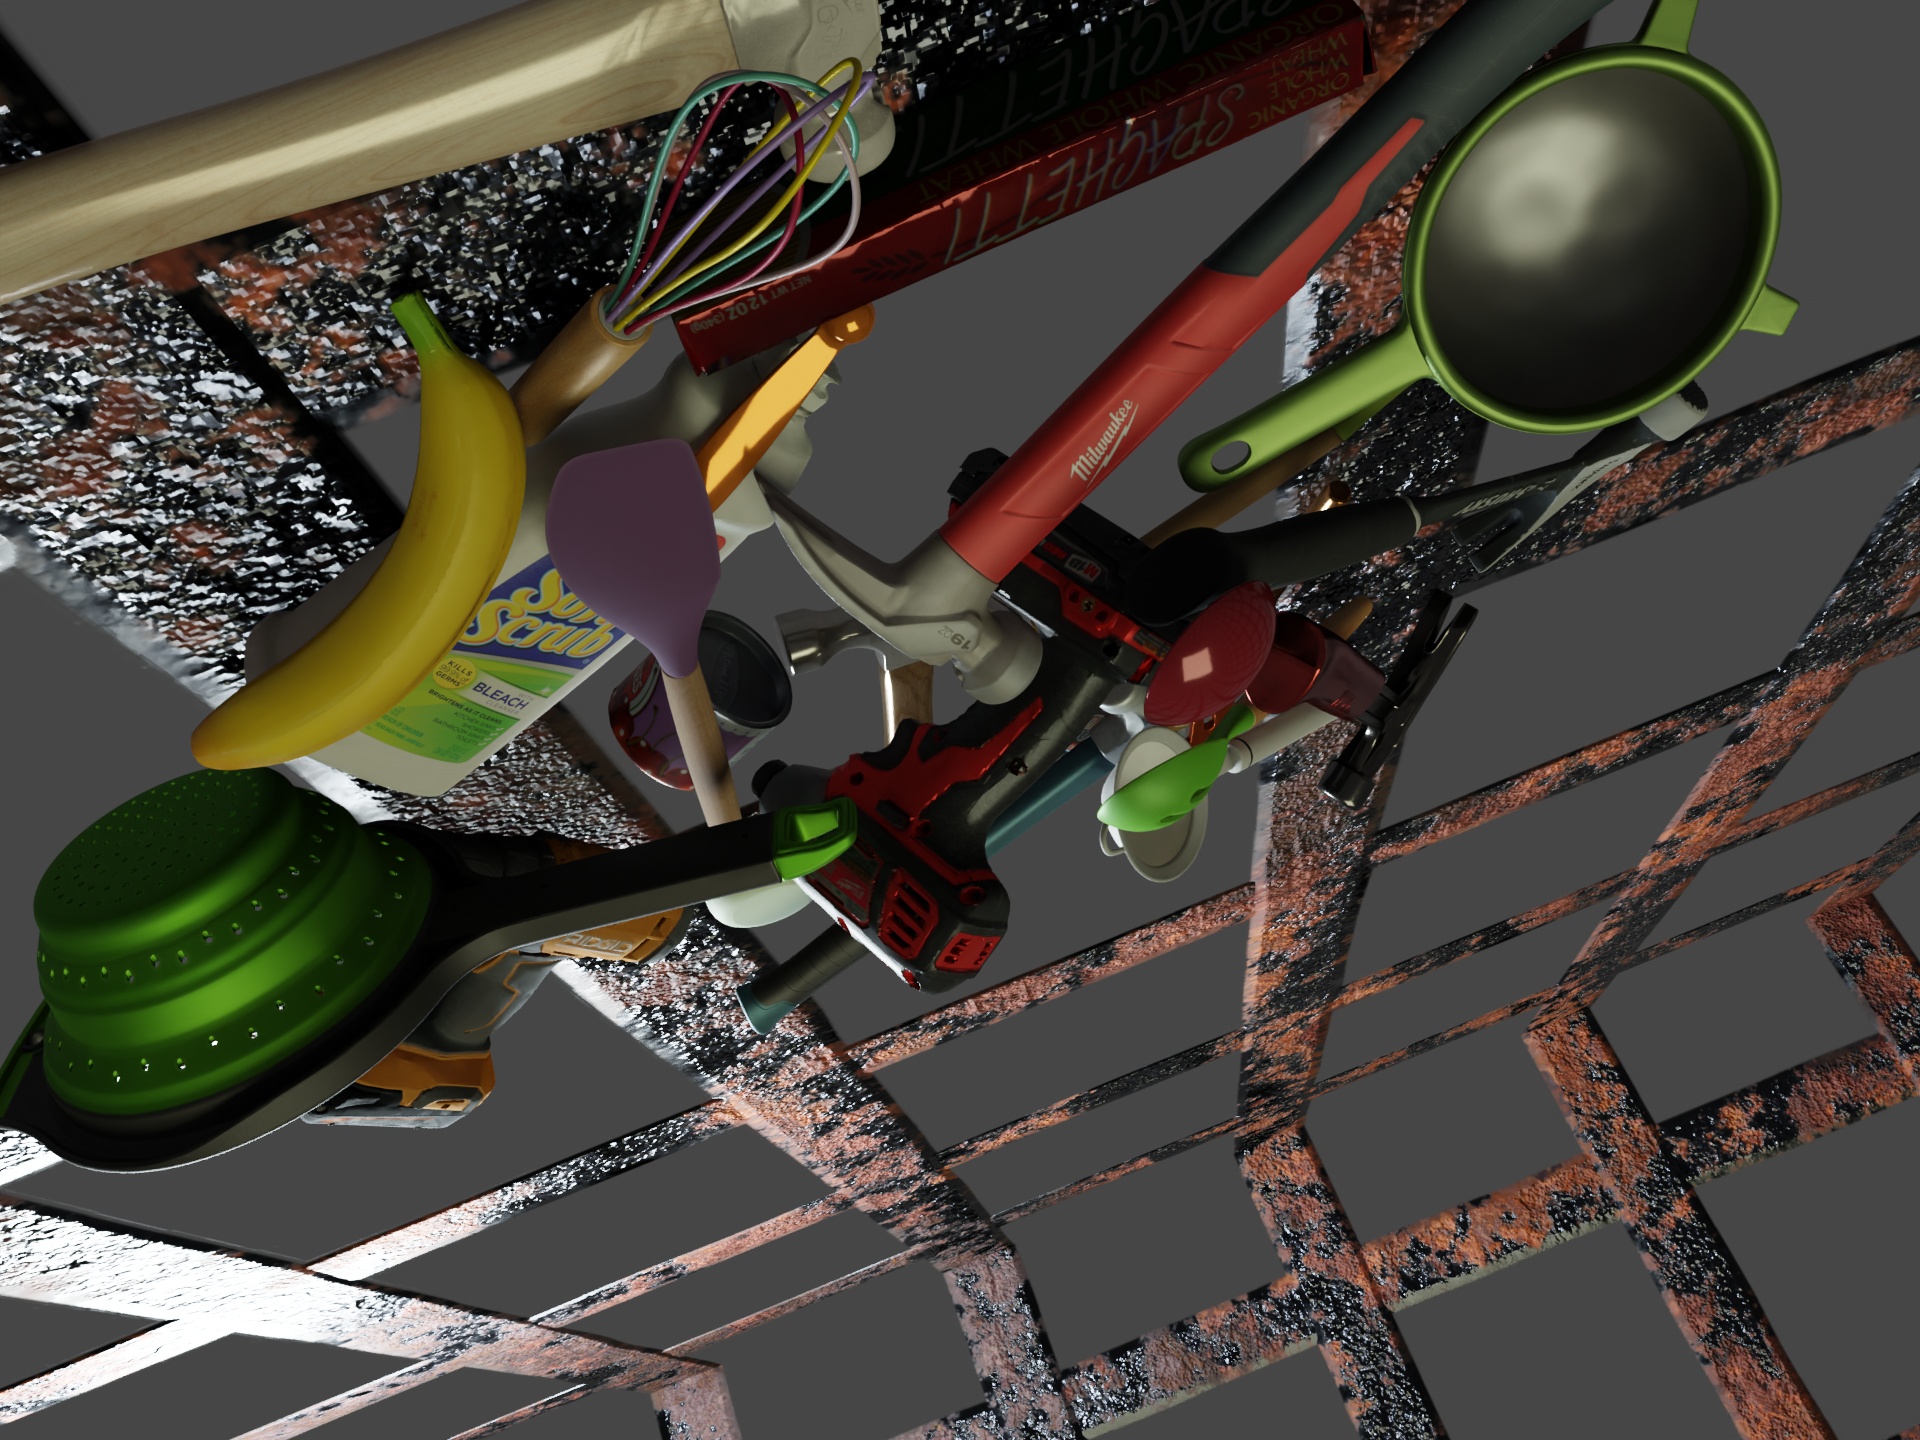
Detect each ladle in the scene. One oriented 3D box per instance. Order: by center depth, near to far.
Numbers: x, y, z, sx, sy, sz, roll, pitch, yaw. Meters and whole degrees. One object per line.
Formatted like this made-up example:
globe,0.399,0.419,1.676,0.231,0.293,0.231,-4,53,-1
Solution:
ladle,0.106,-0.013,0.725,0.069,0.031,0.315,-45,174,0
ladle,0.167,-0.119,0.782,0.320,0.062,0.078,-33,159,25

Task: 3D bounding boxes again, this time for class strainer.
strainer,0.202,-0.174,0.663,0.256,0.069,0.151,-29,117,13
strainer,0.154,0.025,0.928,0.258,0.087,0.050,-24,-166,-37

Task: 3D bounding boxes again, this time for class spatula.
spatula,-0.116,-0.009,0.664,0.060,0.018,0.315,-13,149,-7
spatula,0.159,-0.045,0.895,0.081,0.041,0.322,-15,163,-14

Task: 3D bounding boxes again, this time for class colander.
colander,-0.245,0.065,0.681,0.397,0.205,0.094,-14,122,5

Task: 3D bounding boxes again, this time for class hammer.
hammer,-0.221,-0.155,0.438,0.410,0.038,0.146,-20,152,-4
hammer,0.098,-0.171,0.576,0.386,0.038,0.143,-44,130,14
hammer,0.214,-0.096,0.755,0.409,0.036,0.149,-18,162,-43
hammer,0.215,-0.026,0.857,0.149,0.037,0.359,-61,158,7
hammer,-0.027,0.026,0.903,0.130,0.031,0.331,-18,149,-12
hammer,-0.006,0.085,0.942,0.331,0.033,0.128,-37,151,14

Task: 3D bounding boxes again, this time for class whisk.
whisk,-0.097,-0.130,0.486,0.051,0.047,0.245,-2,170,-35

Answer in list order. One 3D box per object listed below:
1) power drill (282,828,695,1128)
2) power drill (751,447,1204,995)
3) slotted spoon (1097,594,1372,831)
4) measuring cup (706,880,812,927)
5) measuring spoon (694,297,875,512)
power drill,-0.285,0.139,0.886,0.226,0.084,0.185,-38,148,20
power drill,-0.001,-0.002,0.721,0.219,0.143,0.078,-57,151,7
slotted spoon,0.164,-0.012,0.859,0.314,0.031,0.070,-35,172,-49
measuring cup,-0.083,0.095,0.999,0.167,0.038,0.083,-4,148,-31
measuring spoon,-0.070,-0.106,0.566,0.021,0.011,0.117,30,114,-35
